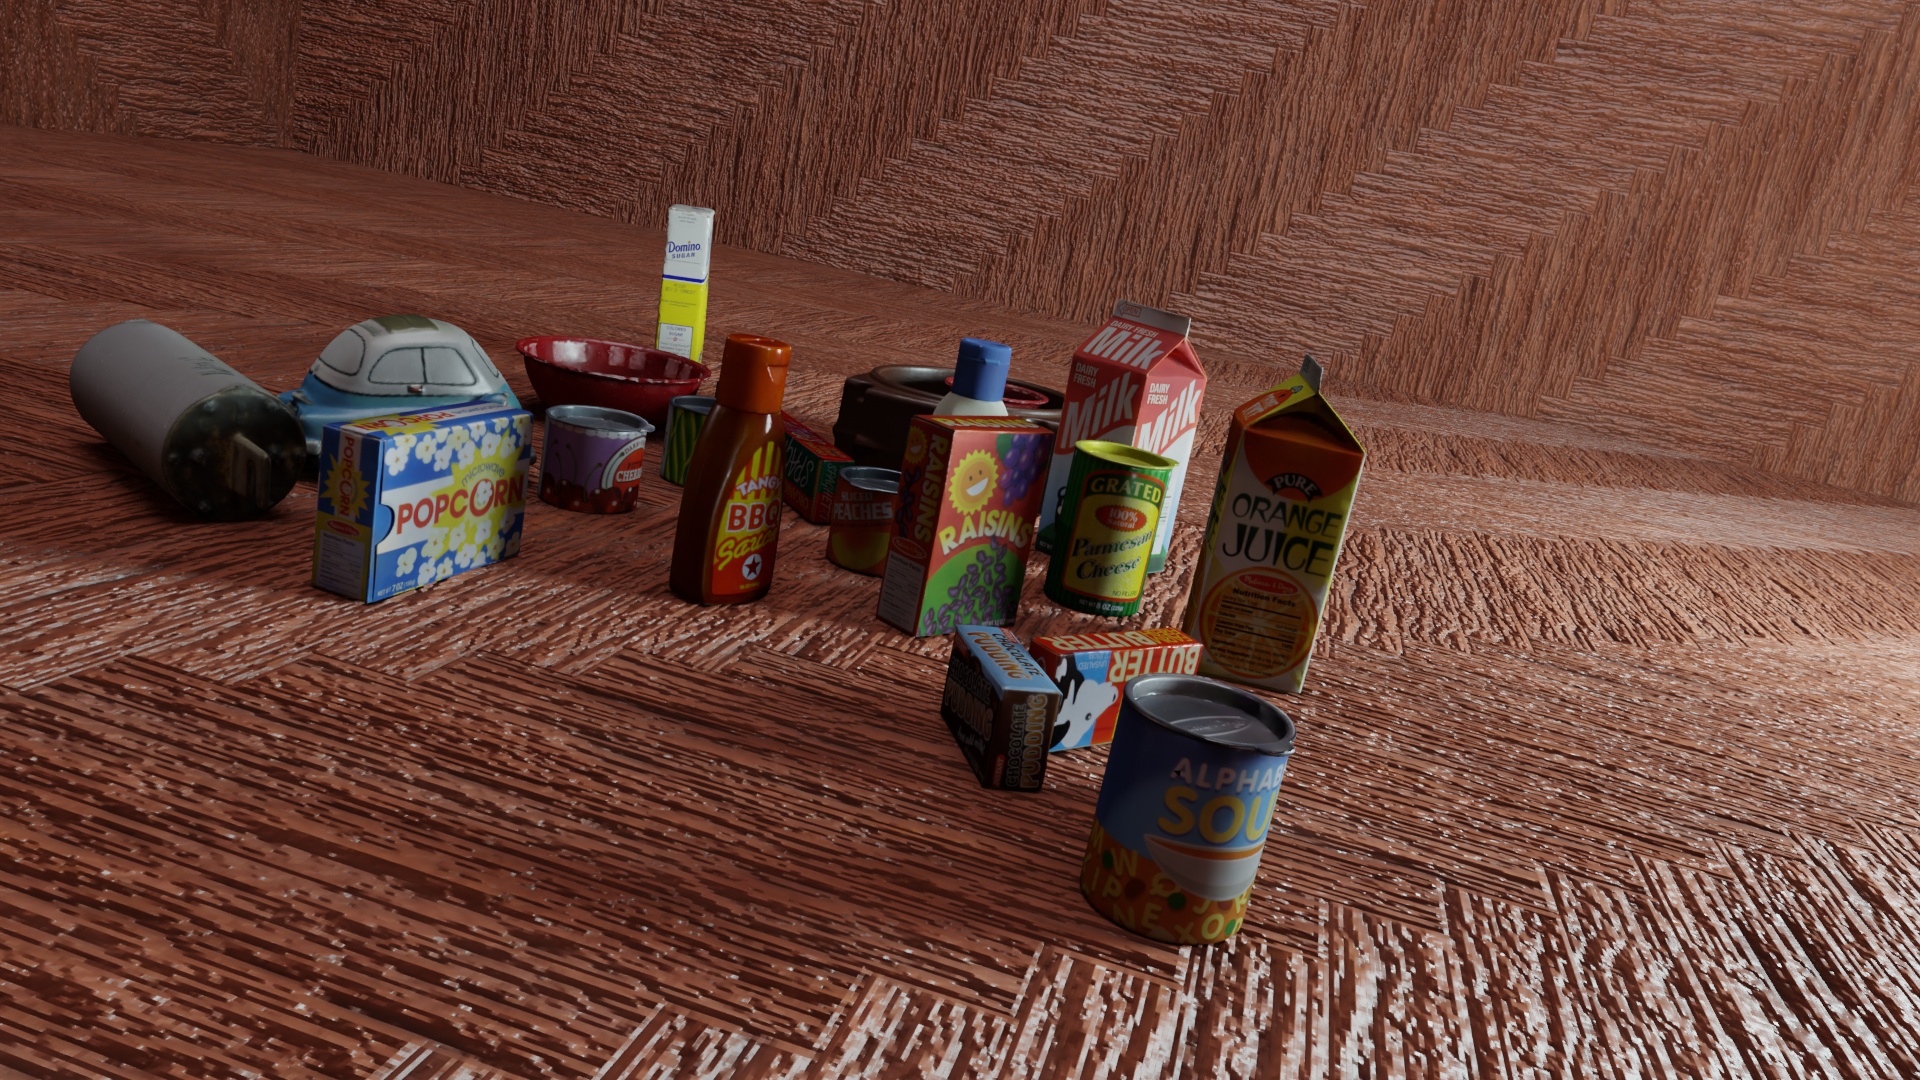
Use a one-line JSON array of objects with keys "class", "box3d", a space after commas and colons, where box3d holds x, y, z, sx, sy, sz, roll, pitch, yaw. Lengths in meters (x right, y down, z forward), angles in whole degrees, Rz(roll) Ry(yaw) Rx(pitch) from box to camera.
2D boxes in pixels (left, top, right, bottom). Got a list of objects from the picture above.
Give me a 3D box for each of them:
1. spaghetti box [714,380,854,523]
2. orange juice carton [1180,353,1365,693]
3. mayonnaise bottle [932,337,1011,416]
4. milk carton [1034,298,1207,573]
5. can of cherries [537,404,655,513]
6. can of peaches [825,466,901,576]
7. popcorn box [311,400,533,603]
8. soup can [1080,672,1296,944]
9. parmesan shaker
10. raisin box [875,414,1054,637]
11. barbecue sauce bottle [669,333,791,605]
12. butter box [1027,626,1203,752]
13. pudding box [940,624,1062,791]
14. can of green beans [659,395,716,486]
[{"class": "spaghetti box", "box3d": [-0.144, -0.073, 1.081, 0.029, 0.050, 0.250, 3, 17, -29]}, {"class": "orange juice carton", "box3d": [0.188, -0.014, 0.829, 0.073, 0.192, 0.072, 12, 14, 5]}, {"class": "mayonnaise bottle", "box3d": [0.005, -0.066, 0.975, 0.065, 0.147, 0.041, 6, 15, -19]}, {"class": "milk carton", "box3d": [0.120, -0.075, 1.011, 0.073, 0.190, 0.072, -3, 20, -45]}, {"class": "can of cherries", "box3d": [-0.242, -0.054, 0.922, 0.071, 0.058, 0.072, 11, 15, -3]}, {"class": "can of peaches", "box3d": [-0.053, -0.012, 0.908, 0.071, 0.058, 0.071, 11, 15, -3]}, {"class": "popcorn box", "box3d": [-0.280, -0.024, 0.733, 0.038, 0.085, 0.127, 15, 15, 15]}, {"class": "soup can", "box3d": [0.088, 0.103, 0.533, 0.071, 0.083, 0.071, 11, 14, -3]}, {"class": "parmesan shaker", "box3d": [0.100, -0.008, 0.916, 0.071, 0.102, 0.071, 11, 14, -3]}, {"class": "raisin box", "box3d": [0.003, -0.010, 0.814, 0.086, 0.123, 0.040, -3, 20, -44]}, {"class": "barbecue sauce bottle", "box3d": [-0.125, -0.040, 0.782, 0.044, 0.148, 0.065, 20, 17, 31]}, {"class": "butter box", "box3d": [0.074, 0.073, 0.692, 0.104, 0.053, 0.024, -1, 19, -39]}, {"class": "pudding box", "box3d": [0.018, 0.076, 0.648, 0.030, 0.049, 0.084, 7, 15, -17]}, {"class": "can of green beans", "box3d": [-0.187, -0.072, 1.033, 0.071, 0.057, 0.071, 11, 15, -3]}]
